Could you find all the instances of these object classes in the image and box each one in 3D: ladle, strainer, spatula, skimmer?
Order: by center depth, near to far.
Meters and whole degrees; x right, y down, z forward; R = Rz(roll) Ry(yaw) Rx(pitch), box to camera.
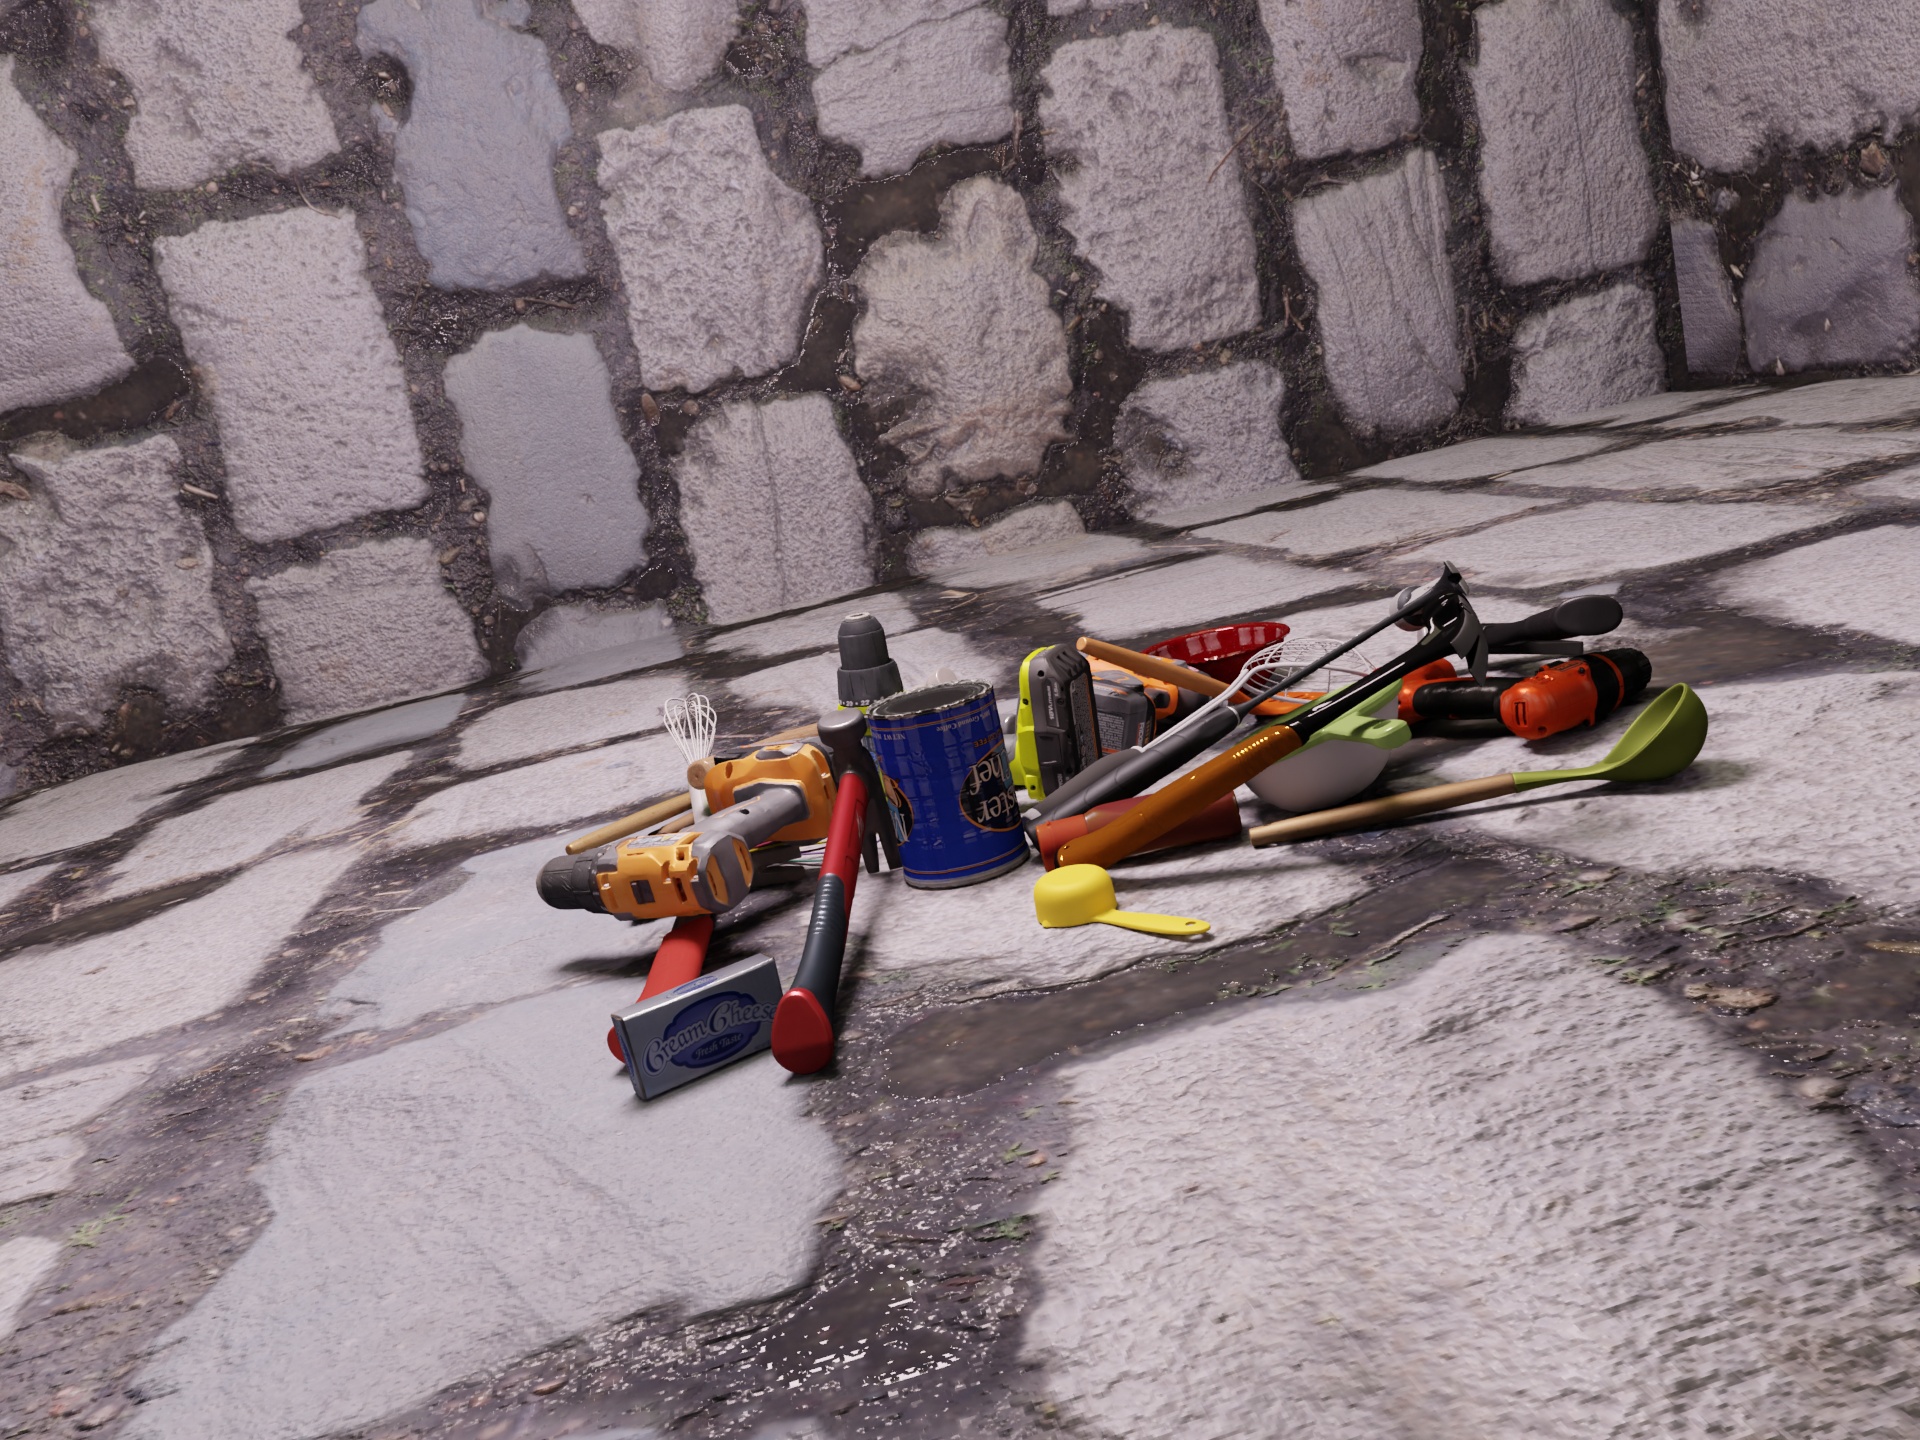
[{"bbox_3d":[0.360,0.038,1.122,0.320,0.062,0.078,-13,0,11],"label":"ladle"},{"bbox_3d":[0.281,0.027,1.149,0.151,0.069,0.256,-28,4,-4],"label":"strainer"},{"bbox_3d":[0.209,0.026,1.348,0.363,0.090,0.127,-31,5,-26],"label":"skimmer"},{"bbox_3d":[0.227,-0.040,1.453,0.322,0.041,0.081,15,-8,-38],"label":"spatula"},{"bbox_3d":[-0.271,0.082,1.577,0.069,0.031,0.315,-23,0,37],"label":"ladle"}]

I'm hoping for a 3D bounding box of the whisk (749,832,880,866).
[{"bbox_3d":[-0.179,0.112,1.373,0.245,0.051,0.047,-12,17,17],"label":"whisk"}]

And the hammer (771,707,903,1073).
[{"bbox_3d":[-0.082,0.131,1.105,0.038,0.143,0.387,-12,23,7],"label":"hammer"}]

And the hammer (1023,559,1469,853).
[{"bbox_3d":[0.227,-0.009,1.255,0.409,0.036,0.149,-31,-7,-8],"label":"hammer"}]

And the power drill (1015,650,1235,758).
[{"bbox_3d":[0.158,-0.015,1.495,0.164,0.084,0.226,12,17,21],"label":"power drill"}]

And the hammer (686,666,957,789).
[{"bbox_3d":[-0.145,0.016,1.593,0.130,0.031,0.331,-31,-7,39],"label":"hammer"}]

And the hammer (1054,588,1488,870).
[{"bbox_3d":[0.202,0.026,1.080,0.337,0.034,0.127,-34,9,22],"label":"hammer"}]

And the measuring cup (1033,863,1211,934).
[{"bbox_3d":[0.107,0.120,1.058,0.062,0.029,0.156,-21,13,-34],"label":"measuring cup"}]

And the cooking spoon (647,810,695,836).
[{"bbox_3d":[-0.161,0.049,1.569,0.319,0.017,0.069,-26,4,-11],"label":"cooking spoon"}]

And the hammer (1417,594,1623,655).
[{"bbox_3d":[0.495,-0.078,1.351,0.146,0.035,0.335,-1,-1,5],"label":"hammer"}]

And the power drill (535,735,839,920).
[{"bbox_3d":[-0.207,0.091,1.254,0.185,0.084,0.226,-7,17,30],"label":"power drill"}]

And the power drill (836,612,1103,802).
[{"bbox_3d":[-0.002,-0.004,1.384,0.228,0.190,0.080,-3,15,23],"label":"power drill"}]

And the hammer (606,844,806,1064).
[{"bbox_3d":[-0.192,0.164,1.155,0.149,0.036,0.359,-13,11,-1],"label":"hammer"}]

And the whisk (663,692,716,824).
[{"bbox_3d":[-0.257,0.049,1.561,0.059,0.057,0.247,26,23,-29],"label":"whisk"}]

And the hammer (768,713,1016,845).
[{"bbox_3d":[-0.085,0.053,1.566,0.128,0.033,0.331,-1,16,41],"label":"hammer"}]
